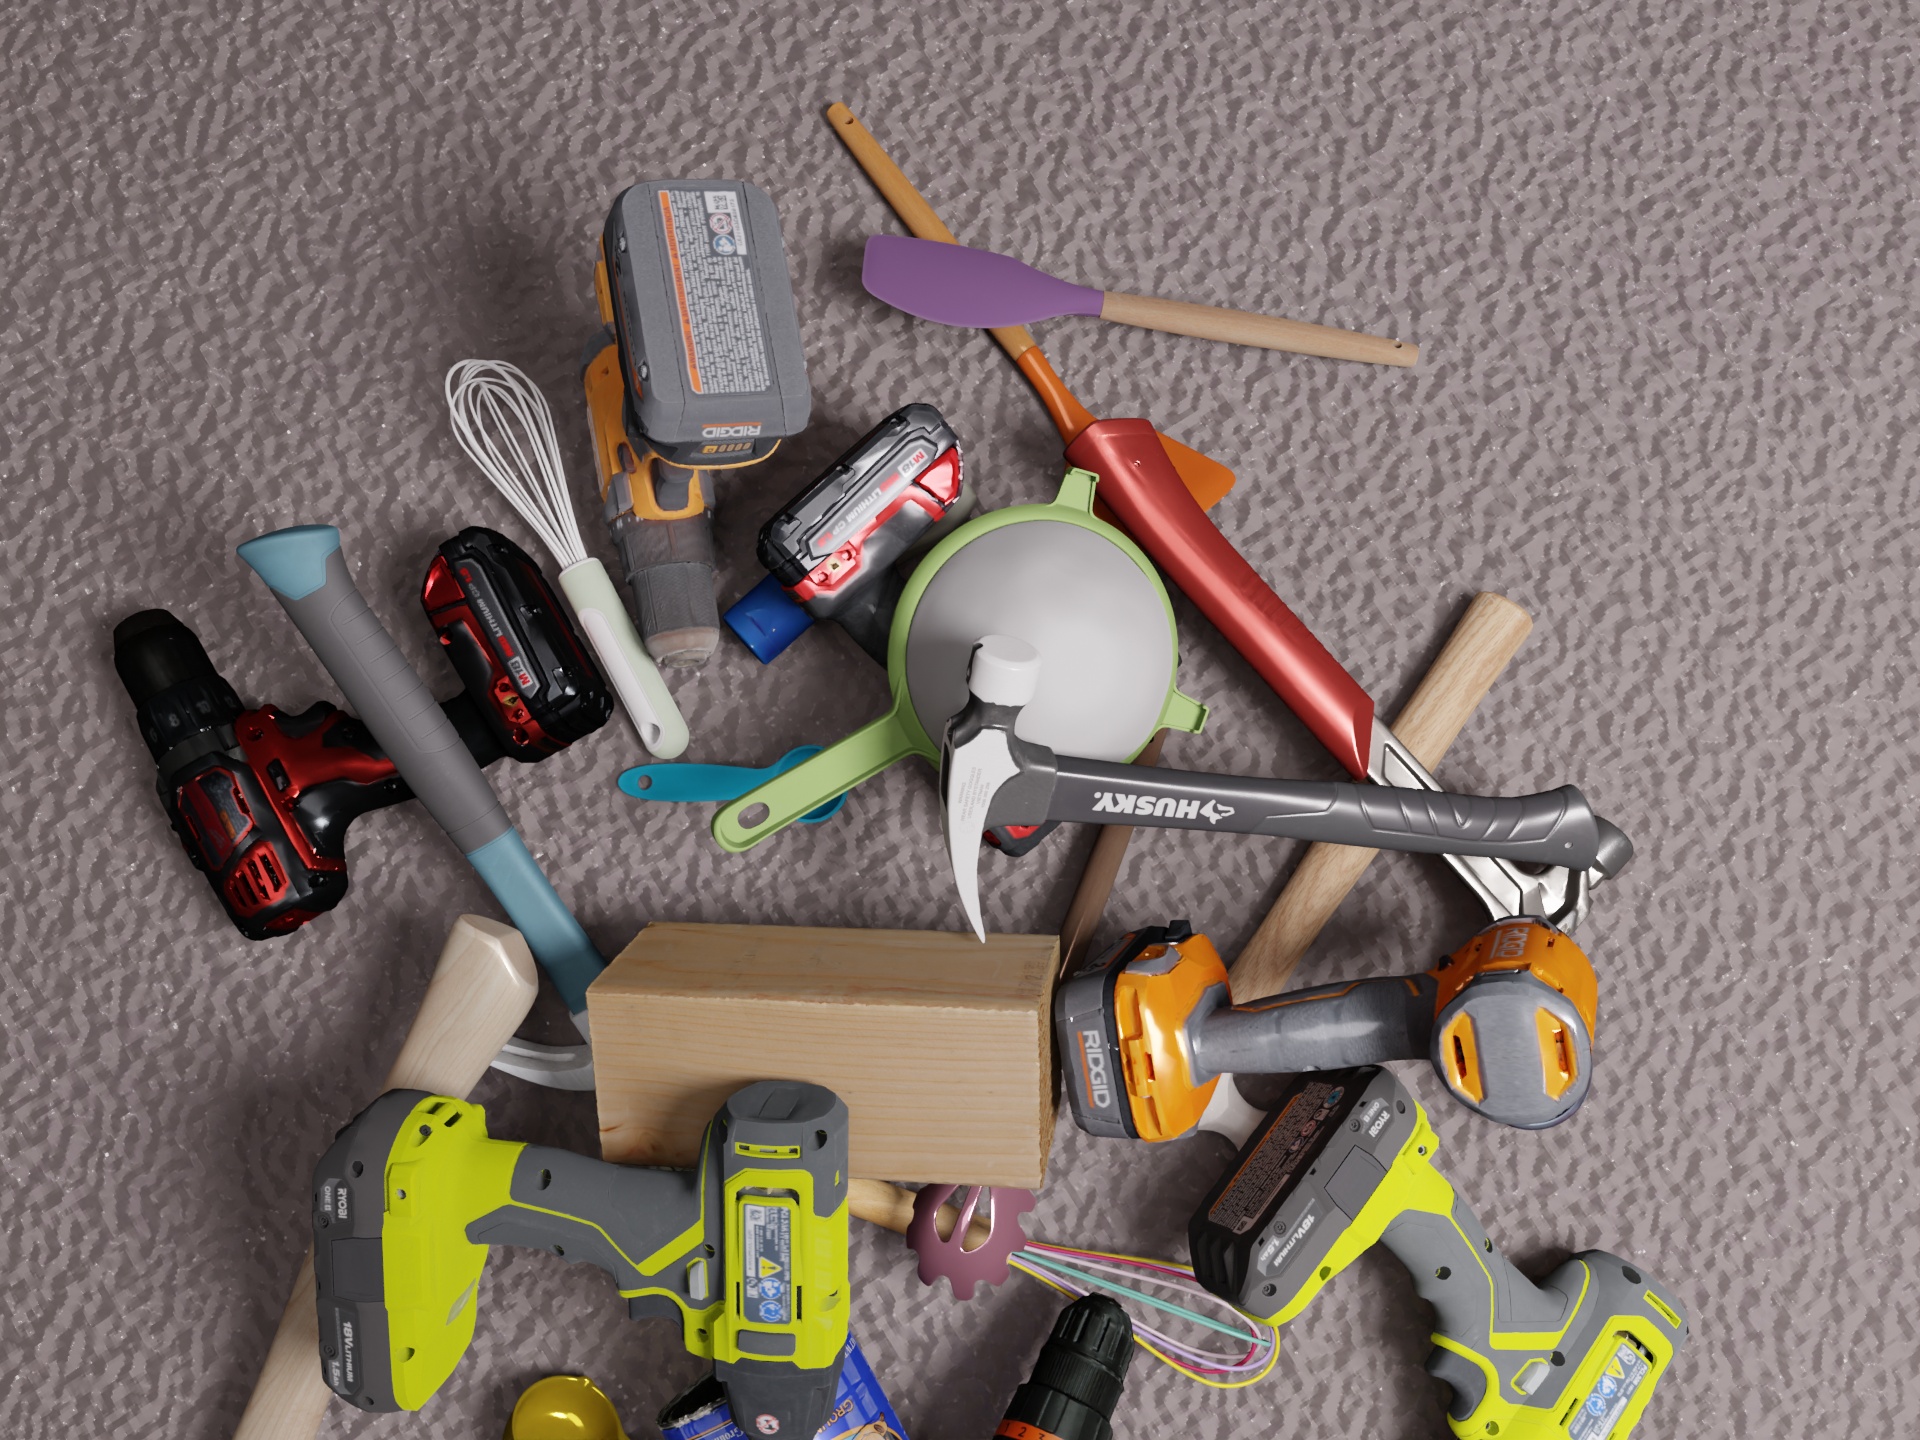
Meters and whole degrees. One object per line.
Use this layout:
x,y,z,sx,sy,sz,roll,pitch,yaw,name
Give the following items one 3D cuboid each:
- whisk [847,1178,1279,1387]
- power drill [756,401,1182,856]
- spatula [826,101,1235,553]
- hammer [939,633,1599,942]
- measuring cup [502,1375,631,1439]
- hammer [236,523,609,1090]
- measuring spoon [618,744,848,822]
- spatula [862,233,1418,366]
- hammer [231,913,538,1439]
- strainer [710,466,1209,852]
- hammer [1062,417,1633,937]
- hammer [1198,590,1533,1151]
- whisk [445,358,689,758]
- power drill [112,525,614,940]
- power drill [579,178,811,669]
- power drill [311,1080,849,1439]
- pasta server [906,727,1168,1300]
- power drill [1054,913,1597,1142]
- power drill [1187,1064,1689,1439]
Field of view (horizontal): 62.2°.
0.046,0.282,0.815,0.245,0.051,0.047,18,88,5,whisk
0.010,-0.051,0.826,0.143,0.078,0.219,-42,103,-5,power drill
0.024,-0.228,0.889,0.081,0.041,0.323,-36,82,-11,spatula
0.152,0.046,0.759,0.334,0.035,0.146,6,118,-13,hammer
-0.159,0.385,0.802,0.156,0.062,0.029,30,117,-9,measuring cup
-0.240,0.047,0.786,0.128,0.033,0.330,-30,108,-2,hammer
-0.122,0.035,0.865,0.128,0.021,0.042,0,83,9,measuring spoon
0.102,-0.224,0.879,0.316,0.018,0.060,7,60,-8,spatula
-0.319,0.283,0.779,0.146,0.038,0.410,24,93,4,hammer
-0.001,-0.002,0.757,0.256,0.069,0.151,-29,104,-10,strainer
0.178,-0.010,0.823,0.149,0.036,0.359,-42,89,-8,hammer
0.202,0.069,0.852,0.130,0.031,0.331,35,83,4,hammer
-0.212,-0.089,0.865,0.058,0.059,0.246,-30,86,34,whisk
-0.322,-0.015,0.840,0.226,0.080,0.188,-31,83,-2,power drill
-0.138,-0.136,0.784,0.084,0.226,0.185,-7,80,-21,power drill
-0.160,0.244,0.701,0.223,0.080,0.171,2,99,7,power drill
0.049,0.141,0.827,0.060,0.040,0.316,19,71,11,pasta server
0.175,0.134,0.738,0.226,0.164,0.084,-8,94,25,power drill
0.225,0.298,0.773,0.228,0.080,0.190,43,74,-6,power drill
